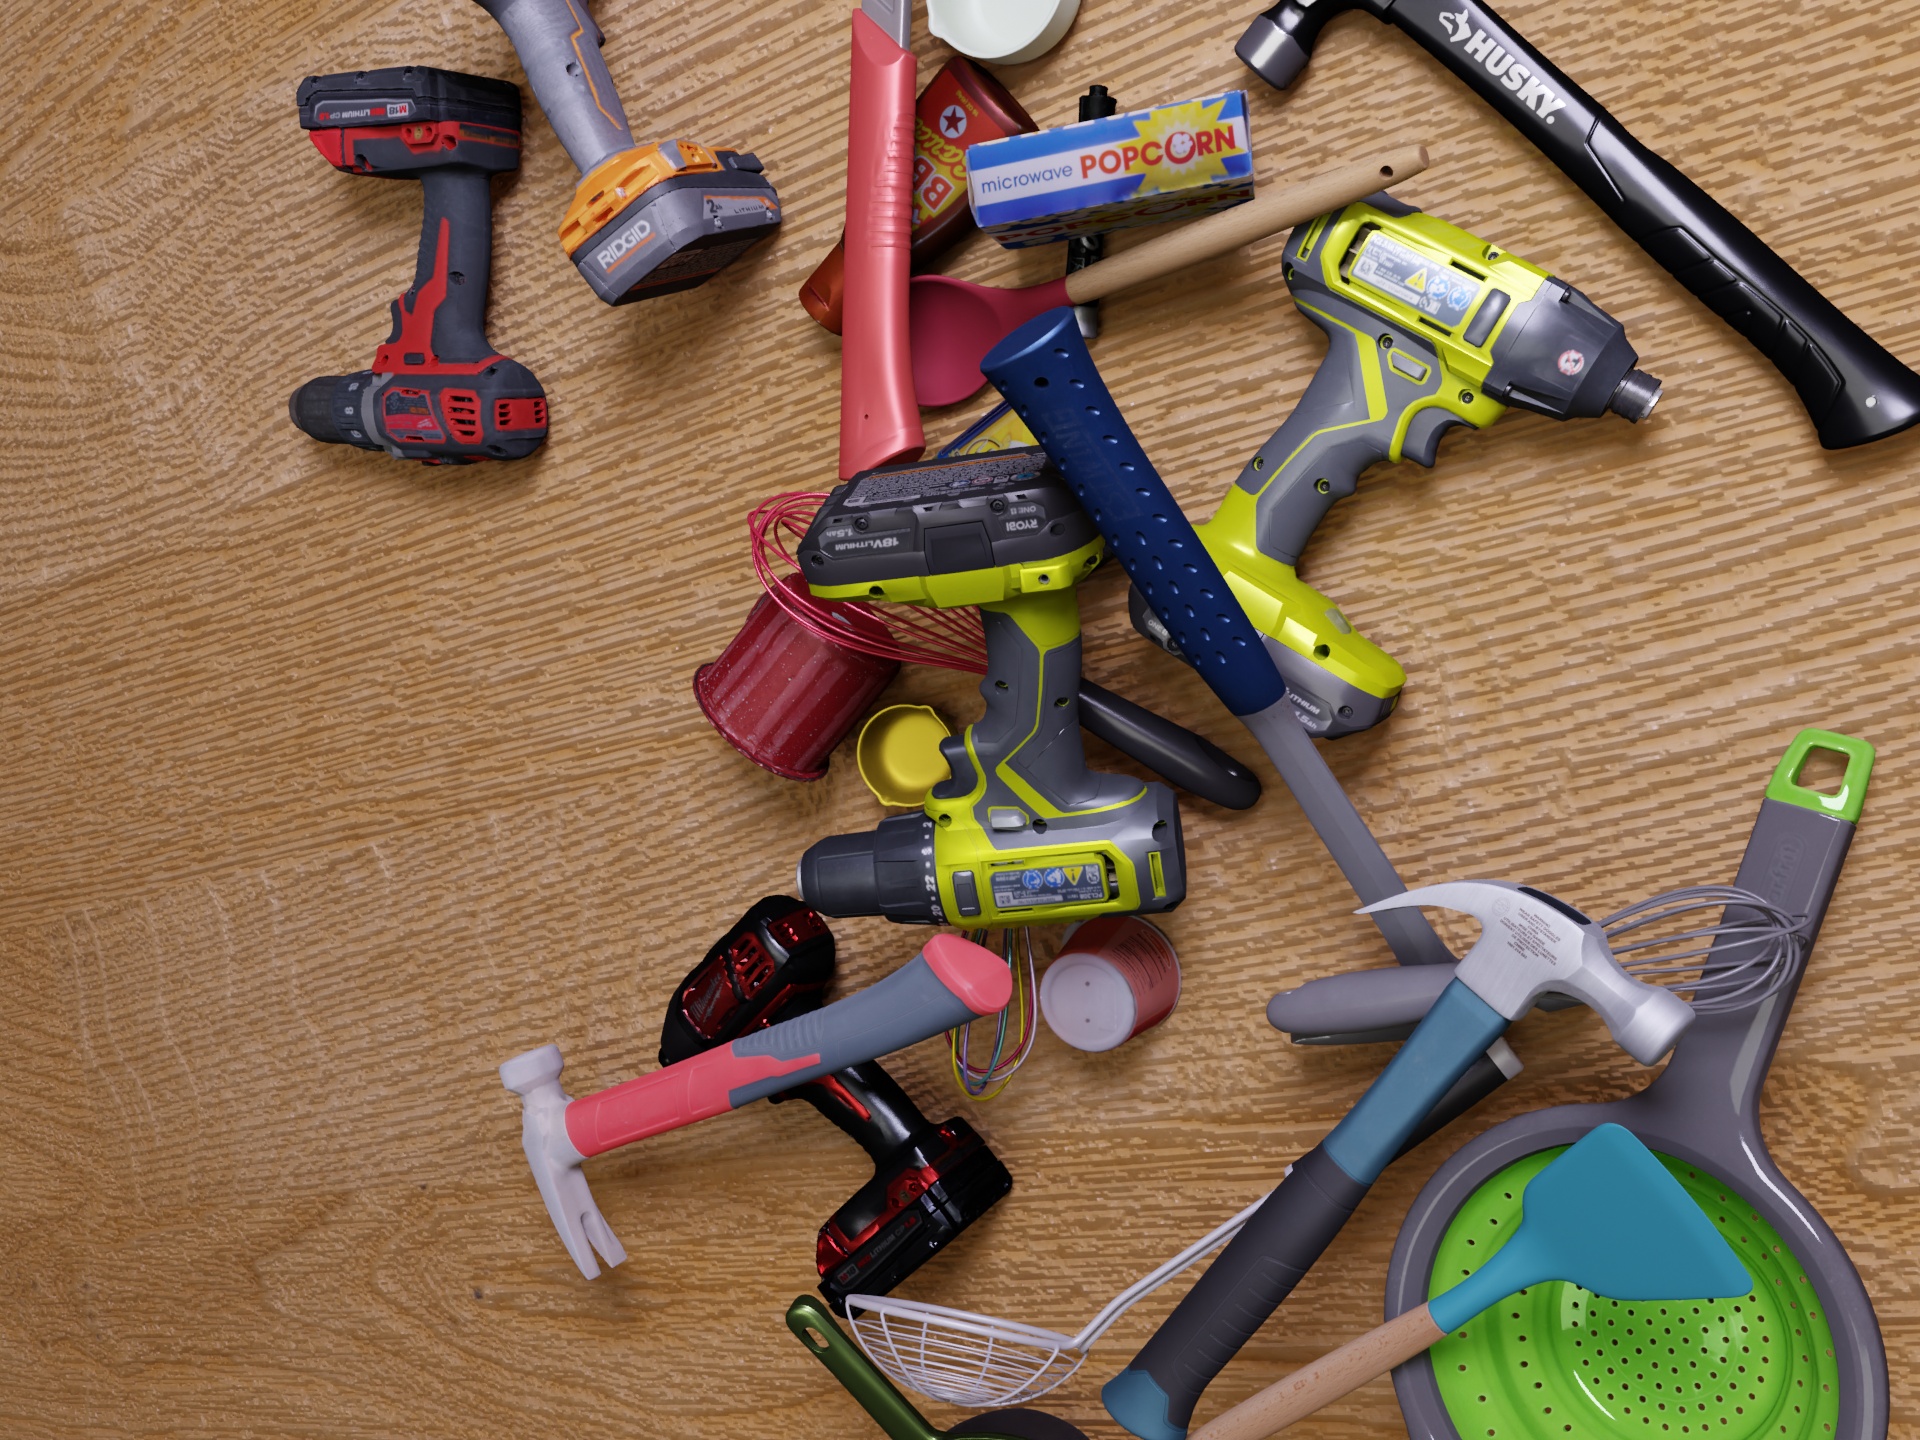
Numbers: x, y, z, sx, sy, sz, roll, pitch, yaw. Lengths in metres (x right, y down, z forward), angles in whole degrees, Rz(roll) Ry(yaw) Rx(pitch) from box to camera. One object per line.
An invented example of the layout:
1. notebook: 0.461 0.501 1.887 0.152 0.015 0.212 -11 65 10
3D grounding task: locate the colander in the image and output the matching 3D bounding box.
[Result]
1. colander: 0.331 0.200 0.709 0.205 0.094 0.397 20 91 40

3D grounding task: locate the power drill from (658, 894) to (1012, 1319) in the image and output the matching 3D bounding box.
1. power drill: -0.086 0.225 0.932 0.143 0.078 0.220 -46 75 26

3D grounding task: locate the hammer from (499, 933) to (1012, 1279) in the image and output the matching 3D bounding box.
1. hammer: -0.117 0.210 0.880 0.386 0.038 0.143 -26 84 36

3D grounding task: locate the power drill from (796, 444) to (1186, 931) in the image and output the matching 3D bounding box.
1. power drill: -0.001 -0.002 0.750 0.190 0.080 0.228 -6 114 11

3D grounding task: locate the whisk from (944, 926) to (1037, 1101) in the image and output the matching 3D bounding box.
1. whisk: 0.025 0.077 0.839 0.047 0.051 0.245 9 84 -16

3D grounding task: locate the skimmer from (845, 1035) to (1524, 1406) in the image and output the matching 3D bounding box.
1. skimmer: 0.106 0.240 0.804 0.363 0.127 0.090 -37 55 11

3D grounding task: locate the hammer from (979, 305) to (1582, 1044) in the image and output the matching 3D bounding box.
1. hammer: 0.130 0.002 0.696 0.144 0.035 0.405 -22 118 30

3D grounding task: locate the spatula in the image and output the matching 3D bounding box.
1. spatula: 0.190 0.281 0.709 0.317 0.044 0.082 -42 81 25

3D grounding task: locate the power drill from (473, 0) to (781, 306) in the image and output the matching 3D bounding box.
1. power drill: -0.194 -0.344 0.848 0.084 0.164 0.226 -28 98 28

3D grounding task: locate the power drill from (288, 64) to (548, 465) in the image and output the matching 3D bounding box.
1. power drill: -0.343 -0.270 0.972 0.188 0.080 0.226 6 105 26

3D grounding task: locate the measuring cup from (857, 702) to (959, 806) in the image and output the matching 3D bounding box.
1. measuring cup: 0.017 0.040 0.875 0.156 0.029 0.062 27 103 8

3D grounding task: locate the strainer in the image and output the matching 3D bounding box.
1. strainer: 0.001 0.407 0.903 0.256 0.069 0.151 47 117 -3

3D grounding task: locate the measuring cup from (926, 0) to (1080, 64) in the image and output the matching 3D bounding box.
1. measuring cup: 0.003 -0.403 0.789 0.083 0.038 0.167 -32 82 28

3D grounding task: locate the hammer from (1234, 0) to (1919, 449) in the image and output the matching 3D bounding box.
1. hammer: 0.280 -0.242 0.677 0.335 0.035 0.146 48 117 12

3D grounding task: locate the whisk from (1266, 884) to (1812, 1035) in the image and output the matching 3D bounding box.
1. whisk: 0.245 0.112 0.699 0.239 0.055 0.055 -16 92 32

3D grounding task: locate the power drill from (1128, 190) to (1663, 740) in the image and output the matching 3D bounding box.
1. power drill: 0.190 -0.110 0.726 0.171 0.080 0.223 34 110 18

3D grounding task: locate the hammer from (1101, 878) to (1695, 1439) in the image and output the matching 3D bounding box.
1. hammer: 0.165 0.207 0.706 0.128 0.033 0.331 45 114 31

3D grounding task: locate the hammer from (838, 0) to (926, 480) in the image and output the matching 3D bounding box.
1. hammer: -0.047 -0.299 0.786 0.149 0.036 0.359 7 99 31

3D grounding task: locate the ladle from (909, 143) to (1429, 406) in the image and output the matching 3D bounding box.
1. ladle: 0.074 -0.213 0.756 0.315 0.031 0.069 -9 118 41

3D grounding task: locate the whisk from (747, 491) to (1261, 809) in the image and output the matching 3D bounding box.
1. whisk: 0.021 -0.032 0.806 0.296 0.073 0.073 29 112 0
